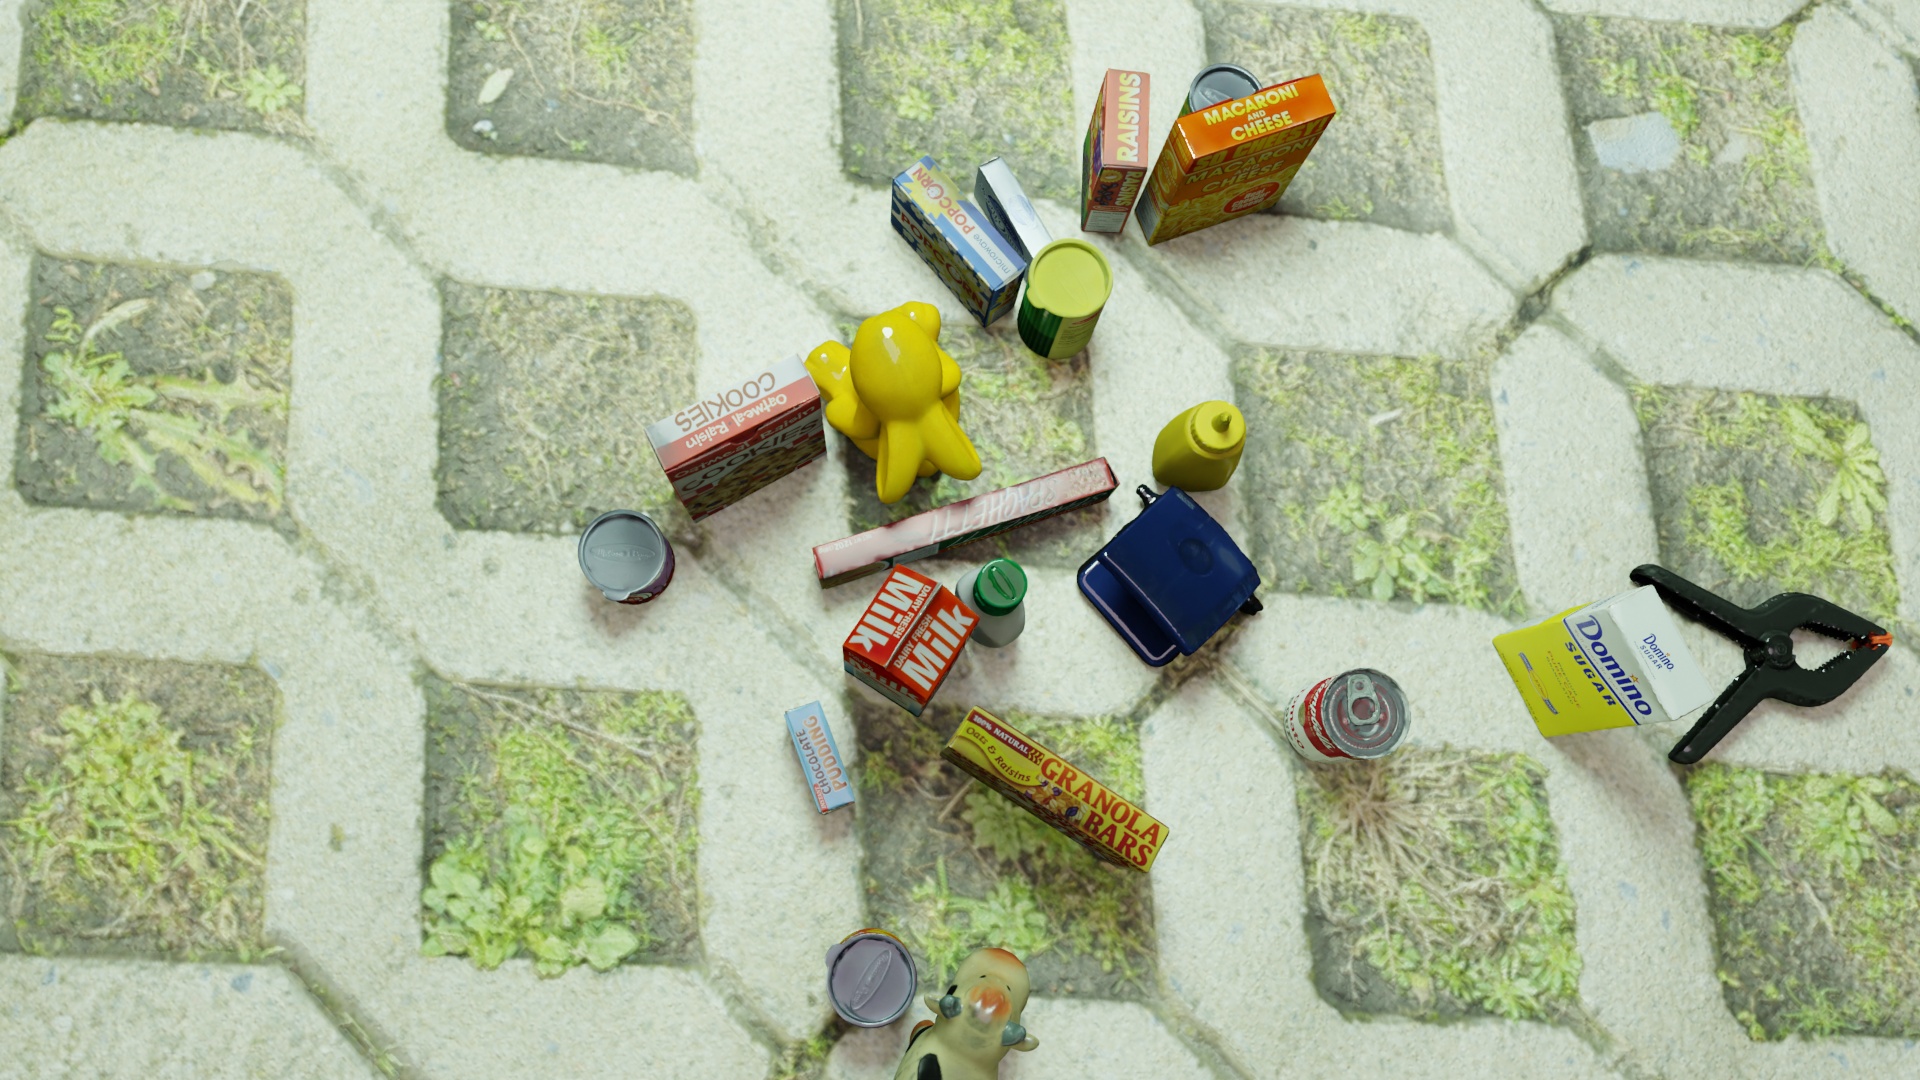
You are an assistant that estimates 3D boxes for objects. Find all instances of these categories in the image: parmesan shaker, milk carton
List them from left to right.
[{"bbox_3d":[-0.038,0.074,1.018,0.073,0.190,0.072,33,78,3],"label":"milk carton"},{"bbox_3d":[0.080,-0.193,1.129,0.071,0.103,0.071,1,78,-4],"label":"parmesan shaker"}]

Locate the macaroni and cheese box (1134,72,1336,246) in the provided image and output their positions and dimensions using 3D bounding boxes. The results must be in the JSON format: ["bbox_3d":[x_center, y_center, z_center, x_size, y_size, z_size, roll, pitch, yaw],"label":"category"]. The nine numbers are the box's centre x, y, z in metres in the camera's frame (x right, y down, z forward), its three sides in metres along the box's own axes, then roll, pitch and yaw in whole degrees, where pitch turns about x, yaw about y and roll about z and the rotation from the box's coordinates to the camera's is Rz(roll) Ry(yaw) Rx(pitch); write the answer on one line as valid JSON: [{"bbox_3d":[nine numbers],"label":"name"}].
[{"bbox_3d":[0.218,-0.307,1.131,0.124,0.166,0.040,-20,80,-8],"label":"macaroni and cheese box"}]

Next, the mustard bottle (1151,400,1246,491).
[{"bbox_3d":[0.192,-0.077,1.083,0.065,0.160,0.049,9,78,-2],"label":"mustard bottle"}]

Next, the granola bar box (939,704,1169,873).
[{"bbox_3d":[0.067,0.185,1.036,0.165,0.124,0.039,32,78,3],"label":"granola bar box"}]

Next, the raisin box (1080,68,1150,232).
[{"bbox_3d":[0.127,-0.320,1.149,0.040,0.123,0.086,4,78,-3],"label":"raisin box"}]

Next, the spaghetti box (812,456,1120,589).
[{"bbox_3d":[0.004,-0.014,1.112,0.250,0.050,0.029,-18,80,-8],"label":"spaghetti box"}]

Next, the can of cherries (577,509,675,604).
[{"bbox_3d":[-0.260,0.016,1.083,0.071,0.058,0.071,1,78,-4],"label":"can of cherries"}]

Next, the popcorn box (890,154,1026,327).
[{"bbox_3d":[-0.003,-0.244,1.143,0.038,0.085,0.127,-40,83,-10],"label":"popcorn box"}]

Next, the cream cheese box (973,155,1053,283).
[{"bbox_3d":[0.048,-0.266,1.168,0.024,0.053,0.104,-28,81,-9],"label":"cream cheese box"}]

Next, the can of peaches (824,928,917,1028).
[{"bbox_3d":[-0.068,0.322,1.031,0.071,0.058,0.071,1,78,-4],"label":"can of peaches"}]

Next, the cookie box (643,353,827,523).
[{"bbox_3d":[-0.165,-0.073,1.053,0.123,0.167,0.040,-29,82,-9],"label":"cookie box"}]

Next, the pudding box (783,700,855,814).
[{"bbox_3d":[-0.108,0.167,1.065,0.030,0.049,0.084,-20,80,-8],"label":"pudding box"}]

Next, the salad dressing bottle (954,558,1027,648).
[{"bbox_3d":[0.025,0.045,1.051,0.044,0.147,0.064,-33,82,-10],"label":"salad dressing bottle"}]

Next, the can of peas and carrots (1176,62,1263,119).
[{"bbox_3d":[0.222,-0.365,1.199,0.071,0.058,0.071,1,78,-4],"label":"can of peas and carrots"}]
